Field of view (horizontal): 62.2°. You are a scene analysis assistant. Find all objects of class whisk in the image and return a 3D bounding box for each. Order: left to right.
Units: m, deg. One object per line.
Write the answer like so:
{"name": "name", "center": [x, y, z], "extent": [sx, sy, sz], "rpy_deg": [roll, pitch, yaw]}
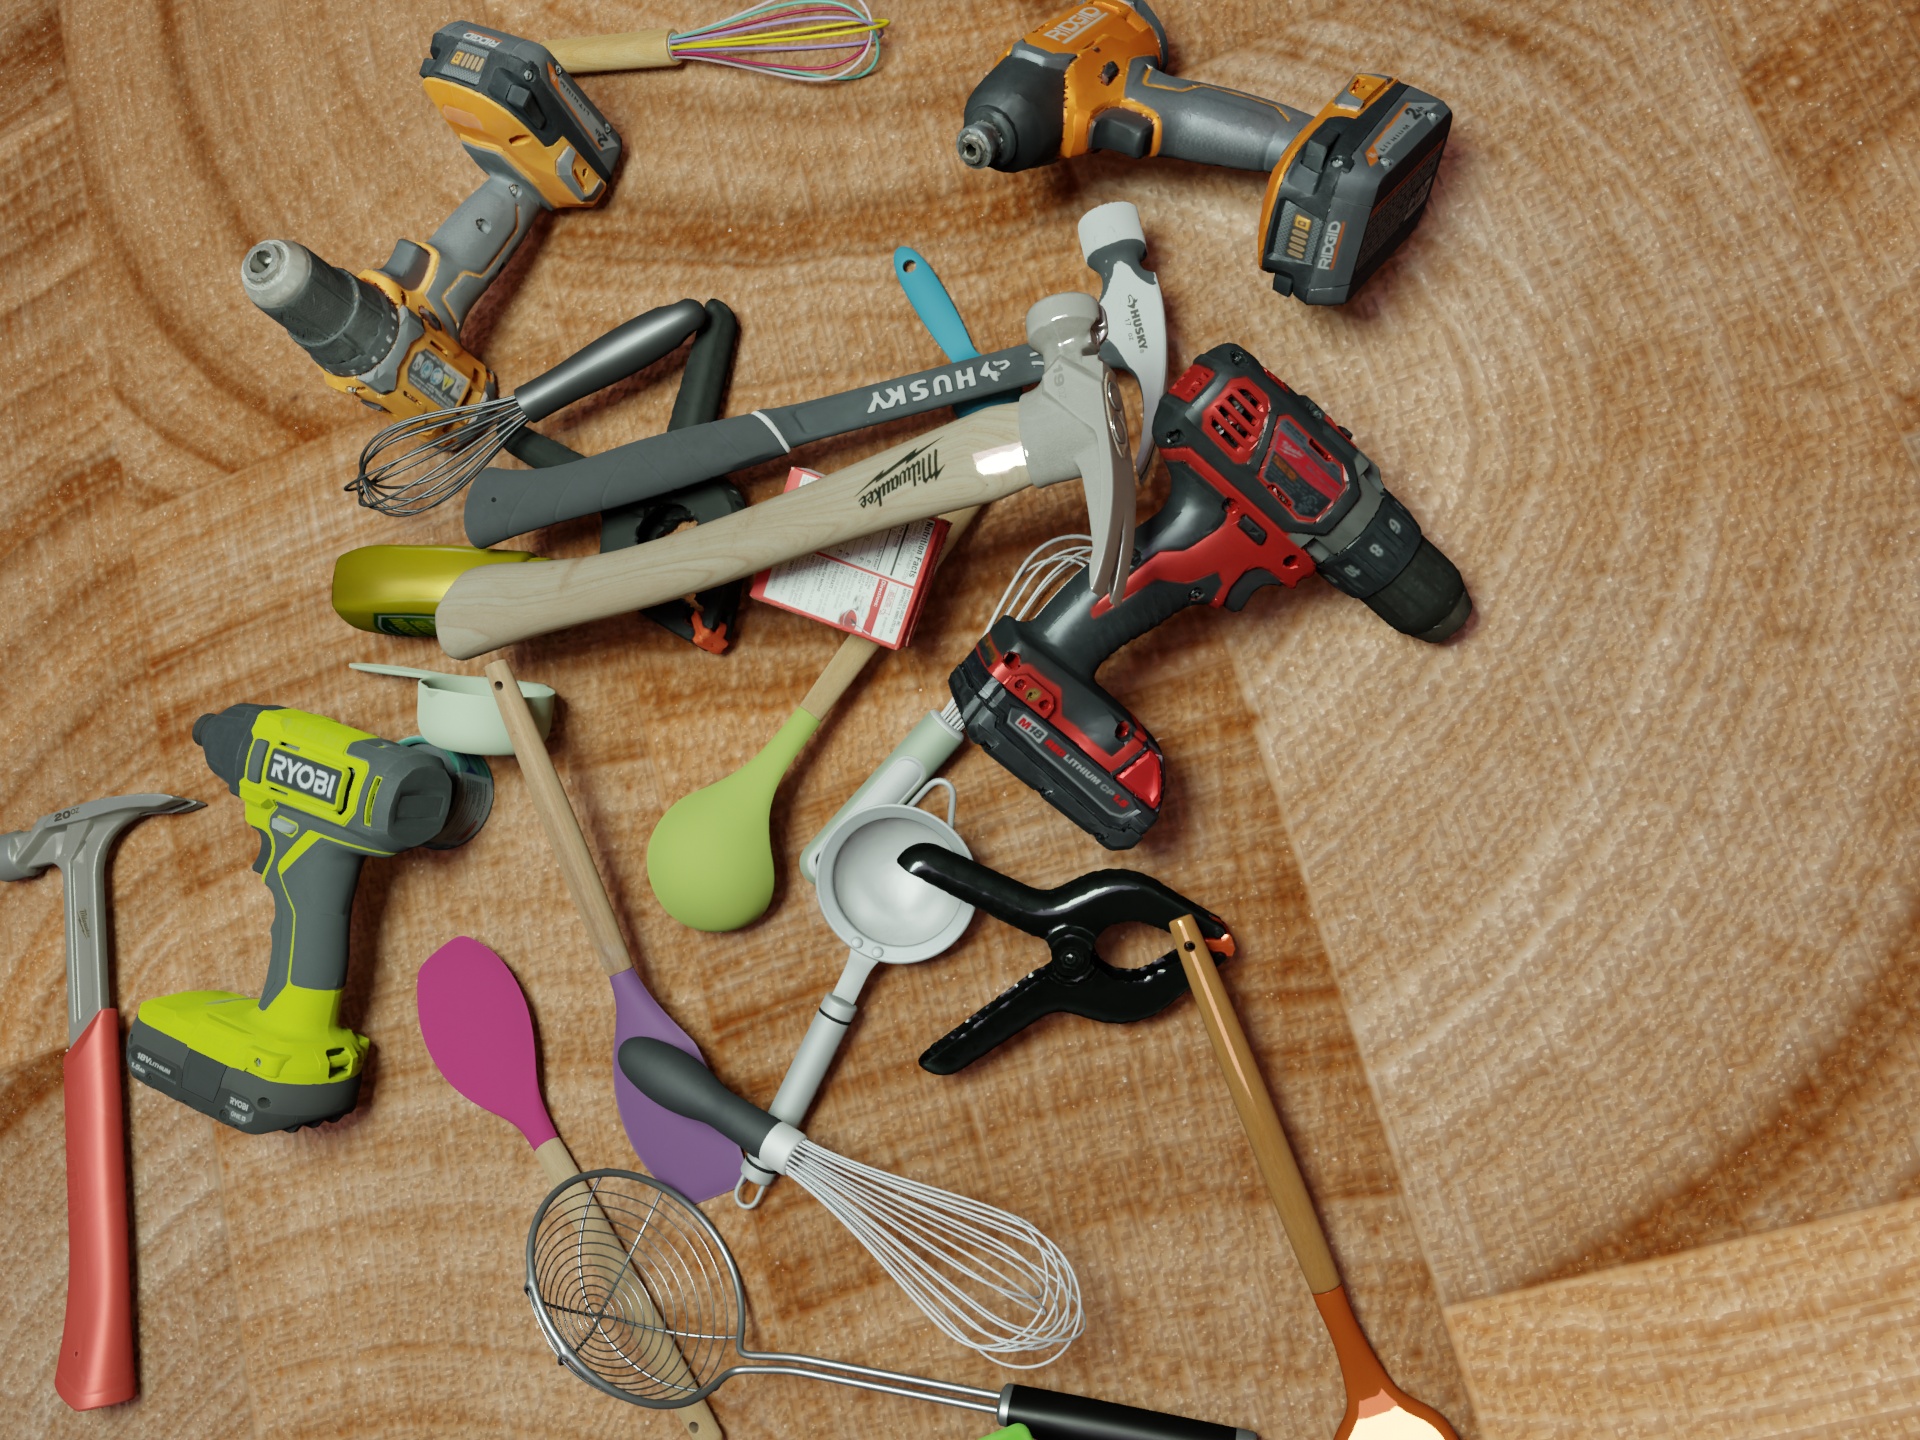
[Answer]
{"name": "whisk", "center": [-0.255, -0.186, 0.931], "extent": [0.239, 0.055, 0.055], "rpy_deg": [-27, 73, 5]}
{"name": "whisk", "center": [-0.155, -0.417, 0.982], "extent": [0.245, 0.051, 0.047], "rpy_deg": [5, 60, 22]}
{"name": "whisk", "center": [-0.063, 0.231, 0.795], "extent": [0.285, 0.070, 0.070], "rpy_deg": [25, 88, 22]}
{"name": "whisk", "center": [-0.001, -0.003, 0.852], "extent": [0.057, 0.059, 0.246], "rpy_deg": [41, 98, -8]}

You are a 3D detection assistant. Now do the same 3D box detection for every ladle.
{"name": "ladle", "center": [-0.064, -0.022, 0.882], "extent": [0.078, 0.062, 0.320], "rpy_deg": [34, 84, 17]}

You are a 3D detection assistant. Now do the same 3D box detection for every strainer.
{"name": "strainer", "center": [-0.062, 0.145, 0.845], "extent": [0.087, 0.050, 0.258], "rpy_deg": [27, 94, 4]}

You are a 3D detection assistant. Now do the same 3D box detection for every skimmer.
{"name": "skimmer", "center": [-0.036, 0.302, 0.779], "extent": [0.363, 0.127, 0.090], "rpy_deg": [7, 113, 12]}

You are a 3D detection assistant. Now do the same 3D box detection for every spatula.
{"name": "spatula", "center": [-0.197, 0.115, 0.870], "extent": [0.060, 0.018, 0.316], "rpy_deg": [-22, 88, 11]}
{"name": "spatula", "center": [0.163, 0.245, 0.746], "extent": [0.081, 0.041, 0.323], "rpy_deg": [-23, 82, 12]}

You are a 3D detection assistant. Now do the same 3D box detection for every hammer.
{"name": "hammer", "center": [-0.522, 0.227, 0.971], "extent": [0.149, 0.036, 0.359], "rpy_deg": [-14, 76, 14]}
{"name": "hammer", "center": [-0.106, -0.083, 0.806], "extent": [0.410, 0.038, 0.146], "rpy_deg": [-14, 72, 26]}
{"name": "hammer", "center": [-0.084, -0.159, 0.879], "extent": [0.409, 0.036, 0.149], "rpy_deg": [-14, 80, 9]}

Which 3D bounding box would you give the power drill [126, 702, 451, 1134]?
{"name": "power drill", "center": [-0.394, 0.106, 0.915], "extent": [0.171, 0.080, 0.223], "rpy_deg": [16, 93, 23]}

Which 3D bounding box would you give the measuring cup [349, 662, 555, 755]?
{"name": "measuring cup", "center": [-0.311, -0.009, 0.943], "extent": [0.168, 0.083, 0.038], "rpy_deg": [10, 98, 35]}

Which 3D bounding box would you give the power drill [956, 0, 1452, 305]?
{"name": "power drill", "center": [0.116, -0.297, 0.820], "extent": [0.226, 0.084, 0.164], "rpy_deg": [28, 51, 19]}

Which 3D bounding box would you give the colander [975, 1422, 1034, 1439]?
{"name": "colander", "center": [-0.123, 0.443, 0.779], "extent": [0.397, 0.094, 0.205], "rpy_deg": [-32, 73, 7]}

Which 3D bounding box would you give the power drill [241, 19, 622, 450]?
{"name": "power drill", "center": [-0.307, -0.290, 0.926], "extent": [0.084, 0.185, 0.226], "rpy_deg": [24, 84, 21]}

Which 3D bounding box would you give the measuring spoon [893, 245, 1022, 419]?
{"name": "measuring spoon", "center": [-0.008, -0.223, 0.905], "extent": [0.042, 0.021, 0.129], "rpy_deg": [-32, 74, 9]}

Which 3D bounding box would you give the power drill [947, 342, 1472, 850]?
{"name": "power drill", "center": [0.124, -0.045, 0.783], "extent": [0.187, 0.080, 0.226], "rpy_deg": [38, 99, -16]}

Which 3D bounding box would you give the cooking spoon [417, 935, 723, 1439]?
{"name": "cooking spoon", "center": [-0.217, 0.257, 0.882], "extent": [0.069, 0.017, 0.319], "rpy_deg": [-38, 71, 8]}
